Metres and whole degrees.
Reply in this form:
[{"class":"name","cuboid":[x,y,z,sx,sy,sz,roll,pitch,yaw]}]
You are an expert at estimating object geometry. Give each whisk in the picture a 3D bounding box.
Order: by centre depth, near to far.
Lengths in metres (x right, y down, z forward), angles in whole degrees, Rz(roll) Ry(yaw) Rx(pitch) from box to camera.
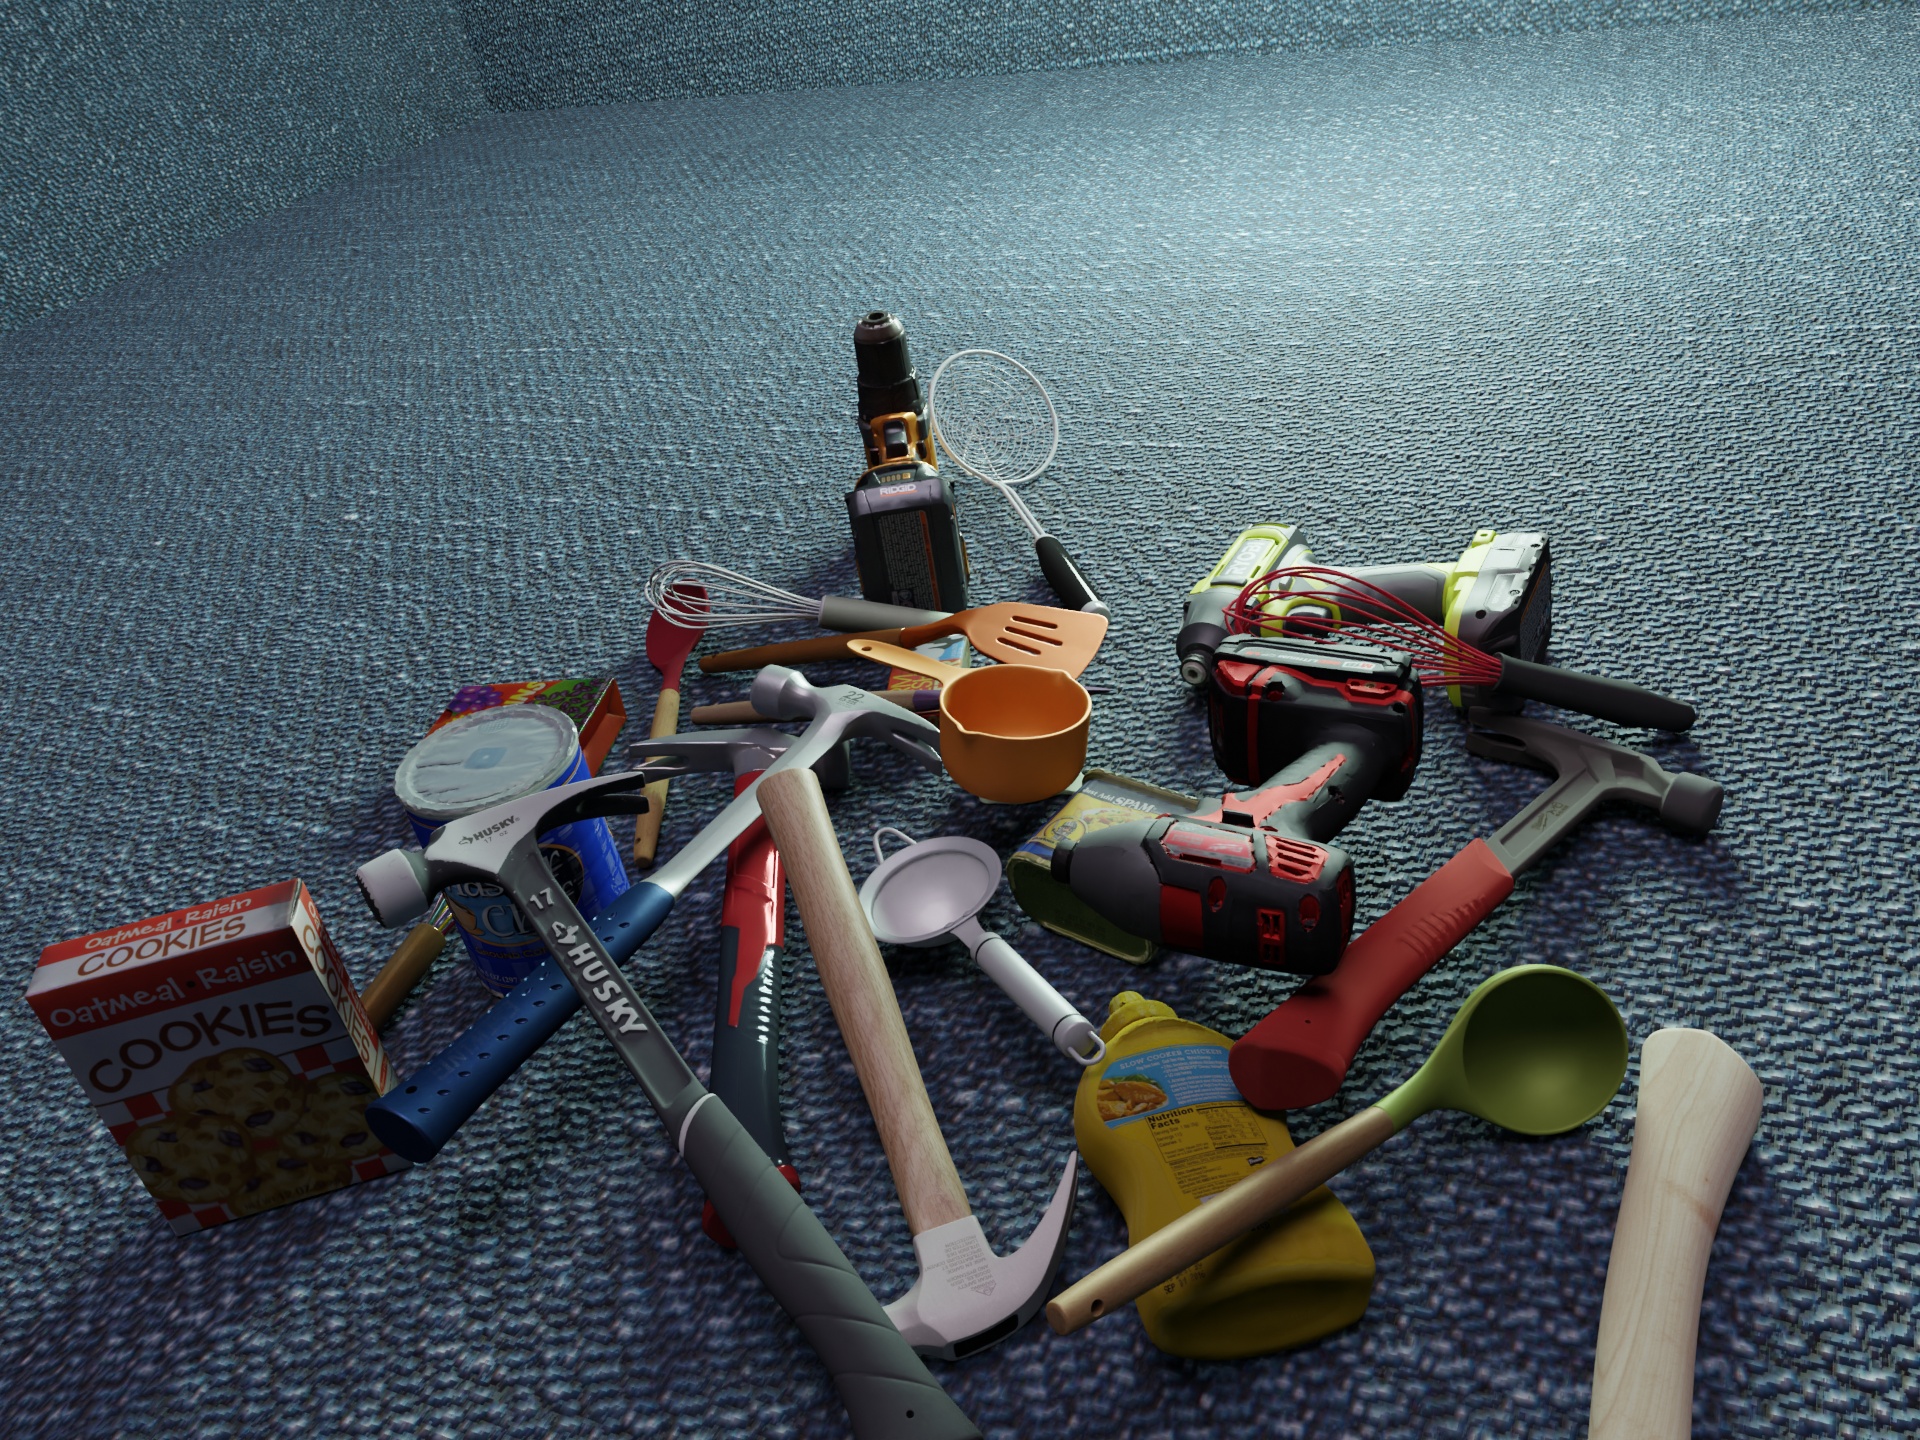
[{"class":"whisk","cuboid":[0.292,-0.033,0.924,0.295,0.073,0.073,12,32,-8]},{"class":"whisk","cuboid":[-0.309,0.114,0.969,0.047,0.051,0.245,8,40,17]},{"class":"whisk","cuboid":[-0.108,-0.081,1.158,0.246,0.057,0.059,8,39,-1]}]

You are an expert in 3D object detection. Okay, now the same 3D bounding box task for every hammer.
[{"class":"hammer","cuboid":[0.240,0.264,0.584,0.146,0.038,0.411,5,36,26]},{"class":"hammer","cuboid":[-0.124,0.167,0.720,0.149,0.036,0.409,-28,52,-25]},{"class":"hammer","cuboid":[-0.041,0.147,0.778,0.130,0.031,0.332,-16,48,-10]},{"class":"hammer","cuboid":[0.244,0.086,0.807,0.149,0.036,0.359,22,36,39]},{"class":"hammer","cuboid":[-0.157,0.091,0.876,0.144,0.035,0.405,15,38,25]},{"class":"hammer","cuboid":[-0.132,0.125,0.889,0.143,0.038,0.387,-2,34,-3]}]

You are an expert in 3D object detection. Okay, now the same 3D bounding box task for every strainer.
[{"class":"strainer","cuboid":[0.011,0.120,0.832,0.087,0.050,0.259,-30,26,-13]}]

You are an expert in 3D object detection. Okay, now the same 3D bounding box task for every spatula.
[{"class":"spatula","cuboid":[-0.051,-0.011,1.045,0.316,0.018,0.059,-3,-1,30]},{"class":"spatula","cuboid":[-0.055,-0.047,1.111,0.323,0.041,0.081,-5,34,33]}]

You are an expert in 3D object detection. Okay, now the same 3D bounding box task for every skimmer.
[{"class":"skimmer","cuboid":[0.062,-0.193,1.278,0.127,0.090,0.364,12,28,-24]}]

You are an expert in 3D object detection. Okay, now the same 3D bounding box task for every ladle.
[{"class":"ladle","cuboid":[0.164,0.175,0.645,0.320,0.078,0.062,-16,7,-37]},{"class":"ladle","cuboid":[-0.208,-0.003,1.126,0.069,0.031,0.316,-39,30,22]}]

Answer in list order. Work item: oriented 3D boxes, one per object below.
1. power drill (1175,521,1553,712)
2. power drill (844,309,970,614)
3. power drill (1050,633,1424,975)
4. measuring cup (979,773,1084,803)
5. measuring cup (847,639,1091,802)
[{"class":"power drill","cuboid":[0.261,-0.068,1.047,0.223,0.080,0.171,6,36,30]},{"class":"power drill","cuboid":[-0.047,-0.197,1.235,0.084,0.185,0.226,-8,36,1]},{"class":"power drill","cuboid":[0.145,0.040,0.800,0.143,0.078,0.220,8,32,27]},{"class":"measuring cup","cuboid":[0.072,0.027,0.988,0.168,0.038,0.083,17,42,39]},{"class":"measuring cup","cuboid":[-0.002,-0.003,0.946,0.174,0.052,0.095,21,36,34]}]
